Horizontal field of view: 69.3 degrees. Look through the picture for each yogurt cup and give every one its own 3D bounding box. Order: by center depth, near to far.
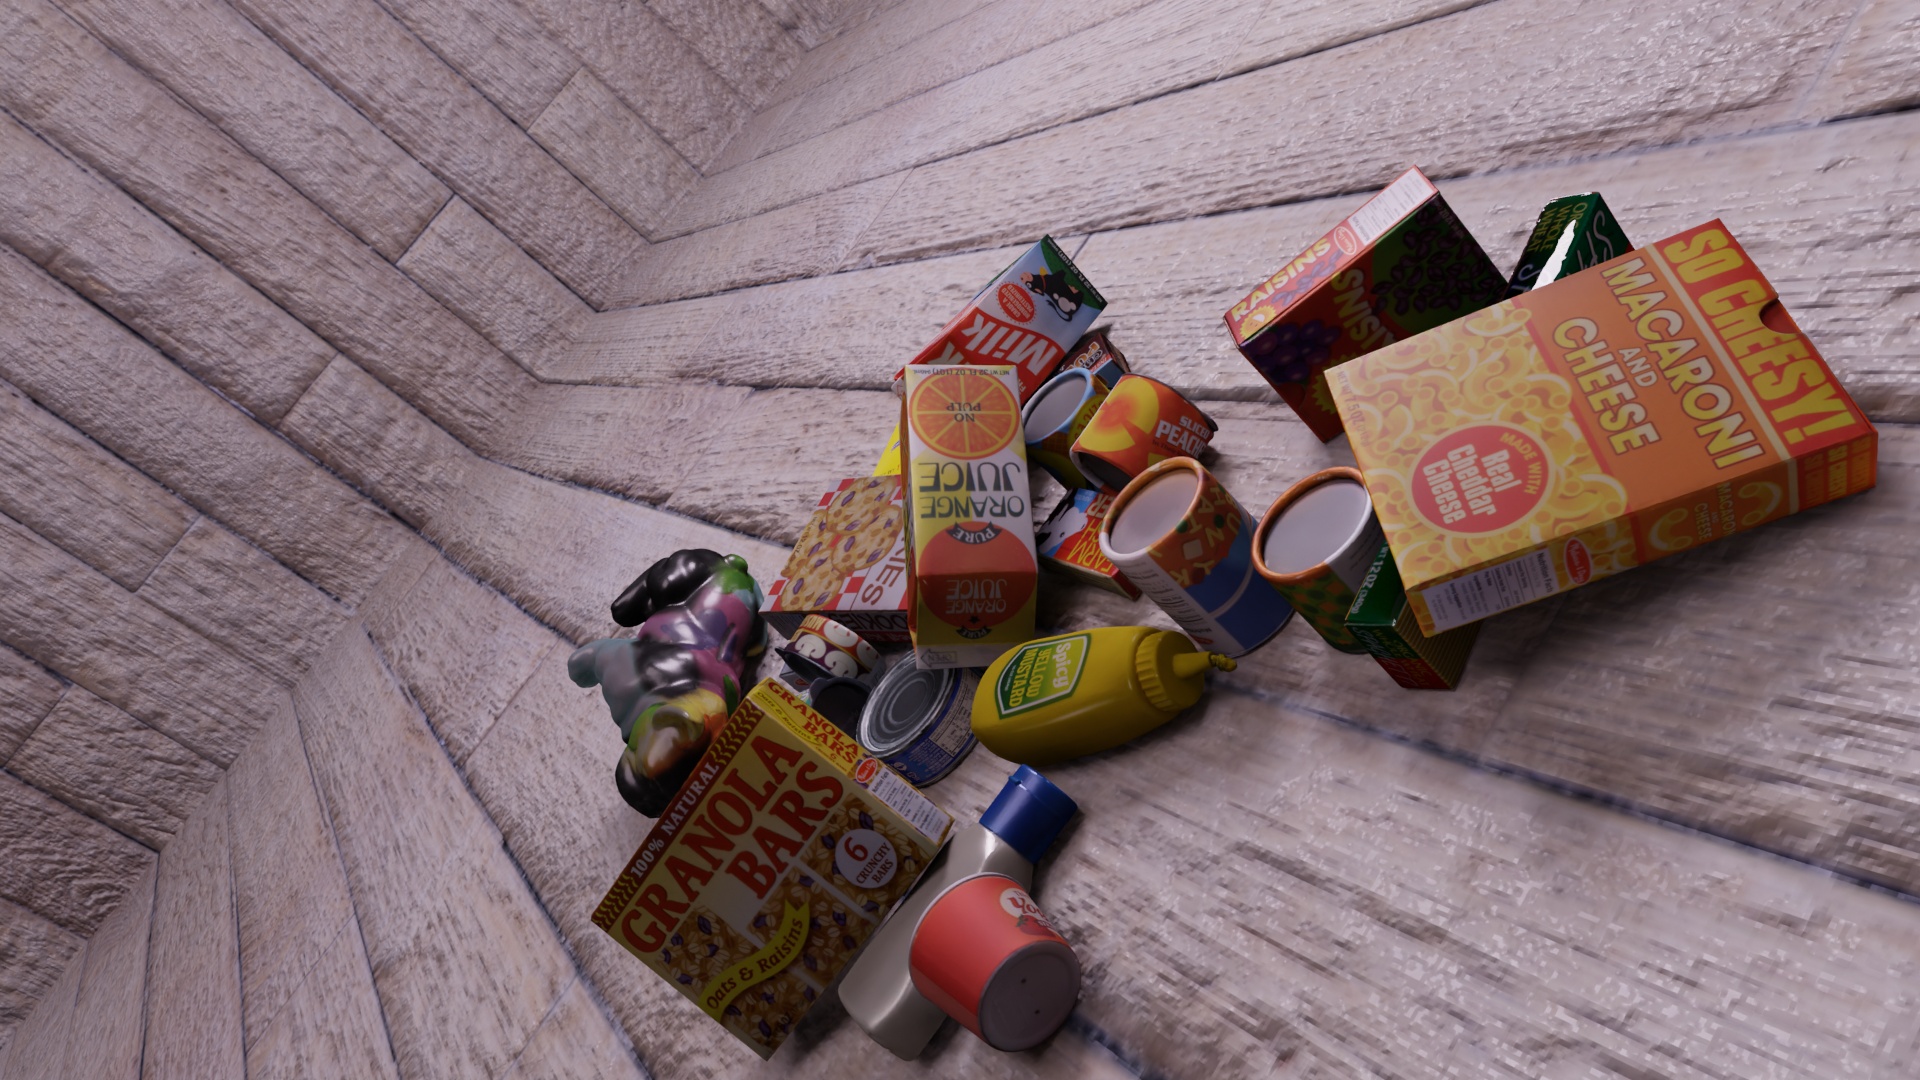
[{"bbox_3d":[0.018,0.192,0.627,0.072,0.072,0.054,-53,34,-7],"label":"yogurt cup"}]

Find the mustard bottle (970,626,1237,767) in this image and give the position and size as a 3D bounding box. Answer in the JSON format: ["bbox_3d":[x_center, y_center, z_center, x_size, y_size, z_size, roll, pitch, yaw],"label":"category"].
[{"bbox_3d":[0.075,0.074,0.714,0.159,0.048,0.065,-22,38,43],"label":"mustard bottle"}]

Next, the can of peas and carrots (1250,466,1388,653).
[{"bbox_3d":[0.175,0.009,0.638,0.070,0.058,0.071,-36,28,23],"label":"can of peas and carrots"}]

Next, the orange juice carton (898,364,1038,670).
[{"bbox_3d":[0.003,-0.011,0.849,0.072,0.072,0.193,102,166,-60],"label":"orange juice carton"}]

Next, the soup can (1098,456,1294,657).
[{"bbox_3d":[0.122,0.006,0.694,0.071,0.083,0.072,-36,28,23],"label":"soup can"}]

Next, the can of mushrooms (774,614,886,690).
[{"bbox_3d":[-0.086,0.080,0.930,0.071,0.071,0.033,1,53,58],"label":"can of mushrooms"}]

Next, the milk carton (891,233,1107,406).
[{"bbox_3d":[0.022,-0.133,0.988,0.073,0.072,0.191,-32,15,48],"label":"milk carton"}]

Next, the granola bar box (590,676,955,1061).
[{"bbox_3d":[-0.100,0.172,0.728,0.165,0.124,0.039,-53,-3,19],"label":"granola bar box"}]

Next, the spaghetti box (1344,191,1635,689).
[{"bbox_3d":[0.243,-0.051,0.622,0.028,0.050,0.251,1,54,55],"label":"spaghetti box"}]

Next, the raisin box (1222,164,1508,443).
[{"bbox_3d":[0.212,-0.120,0.722,0.123,0.086,0.040,-38,33,22],"label":"raisin box"}]

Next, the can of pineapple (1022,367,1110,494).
[{"bbox_3d":[0.078,-0.068,0.891,0.071,0.058,0.071,-36,29,24],"label":"can of pineapple"}]

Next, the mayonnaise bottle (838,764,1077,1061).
[{"bbox_3d":[0.001,0.181,0.692,0.148,0.041,0.065,-52,20,-9],"label":"mayonnaise bottle"}]

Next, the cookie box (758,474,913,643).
[{"bbox_3d":[-0.049,0.010,0.964,0.167,0.040,0.123,-2,50,41],"label":"cookie box"}]

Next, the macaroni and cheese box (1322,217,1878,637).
[{"bbox_3d":[0.243,-0.046,0.550,0.166,0.040,0.124,-21,48,16],"label":"macaroni and cheese box"}]

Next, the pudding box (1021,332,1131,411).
[{"bbox_3d":[0.079,-0.100,0.964,0.083,0.030,0.050,-40,27,18],"label":"pudding box"}]

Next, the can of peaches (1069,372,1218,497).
[{"bbox_3d":[0.108,-0.056,0.820,0.058,0.071,0.071,-54,26,-11],"label":"can of peaches"}]

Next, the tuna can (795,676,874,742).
[{"bbox_3d":[-0.080,0.119,0.866,0.032,0.071,0.071,-26,34,41],"label":"tuna can"}]

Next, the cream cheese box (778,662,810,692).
[{"bbox_3d":[-0.091,0.060,1.016,0.053,0.024,0.104,-17,40,45],"label":"cream cheese box"}]

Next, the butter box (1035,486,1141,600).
[{"bbox_3d":[0.084,0.000,0.828,0.053,0.024,0.103,-54,26,-9],"label":"butter box"}]
